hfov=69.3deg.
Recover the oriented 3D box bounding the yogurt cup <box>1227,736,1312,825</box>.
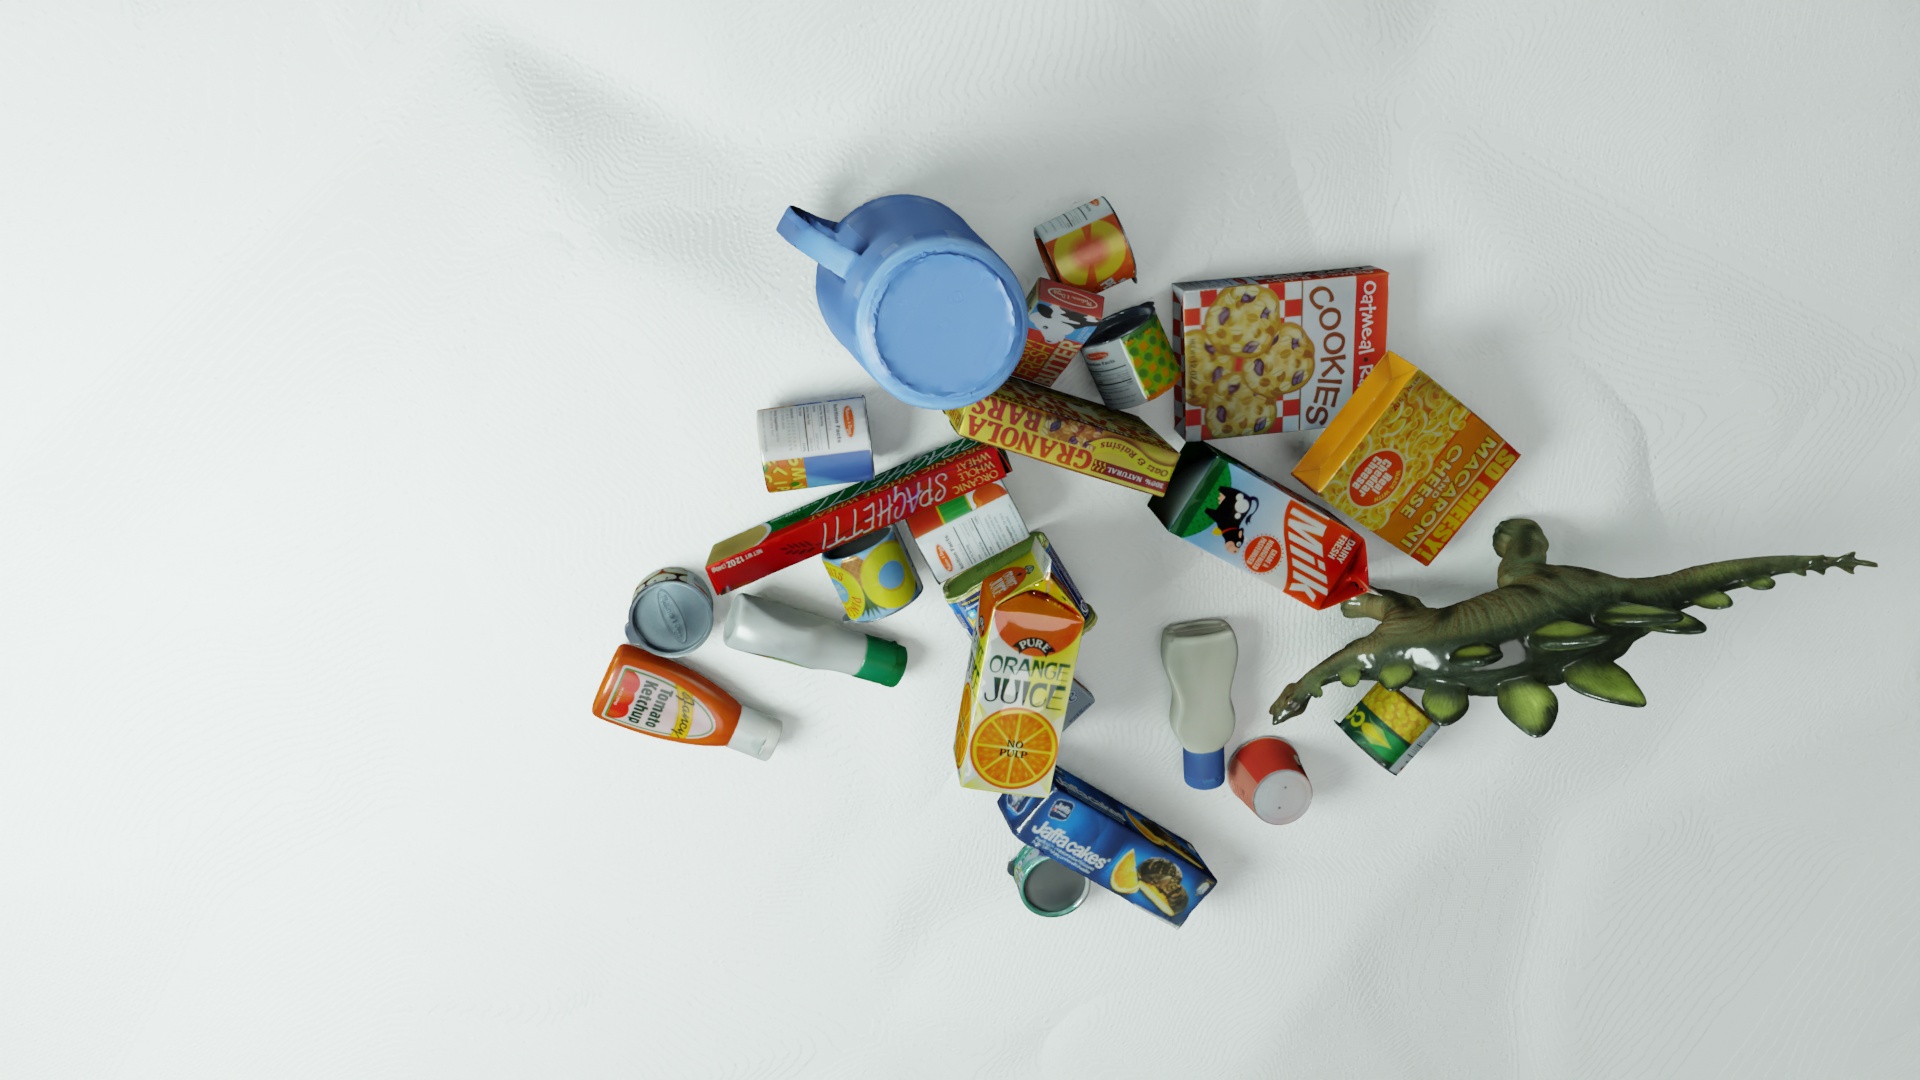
[{"bbox_3d":[0.276,0.215,1.227,0.072,0.054,0.072,-2,108,-7],"label":"yogurt cup"}]

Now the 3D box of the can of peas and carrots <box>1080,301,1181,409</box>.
[{"bbox_3d":[0.133,-0.144,1.081,0.071,0.071,0.058,-27,111,1],"label":"can of peas and carrots"}]

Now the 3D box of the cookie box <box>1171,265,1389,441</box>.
[{"bbox_3d":[0.255,-0.150,1.110,0.168,0.040,0.122,-6,111,-6],"label":"cookie box"}]

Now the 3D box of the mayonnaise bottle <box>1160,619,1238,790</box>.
[{"bbox_3d":[0.208,0.143,1.201,0.065,0.041,0.147,-7,110,-4],"label":"mayonnaise bottle"}]

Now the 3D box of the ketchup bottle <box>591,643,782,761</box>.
[{"bbox_3d":[-0.220,0.138,1.135,0.149,0.044,0.064,23,104,-15],"label":"ketchup bottle"}]

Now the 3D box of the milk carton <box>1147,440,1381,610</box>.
[{"bbox_3d":[0.258,-0.006,1.141,0.190,0.072,0.073,27,103,-16],"label":"milk carton"}]

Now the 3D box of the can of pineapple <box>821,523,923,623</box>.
[{"bbox_3d":[-0.072,0.025,1.106,0.071,0.071,0.057,-23,109,0],"label":"can of pineapple"}]

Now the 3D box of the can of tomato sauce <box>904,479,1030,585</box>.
[{"bbox_3d":[0.004,-0.014,1.106,0.083,0.071,0.071,-27,110,1],"label":"can of tomato sauce"}]

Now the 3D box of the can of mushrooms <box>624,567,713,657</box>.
[{"bbox_3d":[-0.233,0.058,1.112,0.071,0.033,0.070,-3,109,-8],"label":"can of mushrooms"}]

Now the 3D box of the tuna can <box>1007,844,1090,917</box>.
[{"bbox_3d":[0.079,0.300,1.238,0.071,0.033,0.070,-3,109,-8],"label":"tuna can"}]

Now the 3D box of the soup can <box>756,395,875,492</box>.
[{"bbox_3d":[-0.111,-0.072,1.070,0.084,0.071,0.071,-8,110,-5],"label":"soup can"}]

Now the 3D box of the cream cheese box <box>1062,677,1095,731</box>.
[{"bbox_3d":[0.059,0.152,1.191,0.103,0.024,0.053,-44,108,7],"label":"cream cheese box"}]

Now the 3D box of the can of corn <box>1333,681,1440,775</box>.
[{"bbox_3d":[0.374,0.161,1.218,0.071,0.071,0.058,37,100,-18],"label":"can of corn"}]

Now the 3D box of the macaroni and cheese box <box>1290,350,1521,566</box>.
[{"bbox_3d":[0.363,-0.063,1.126,0.166,0.040,0.123,26,106,-37],"label":"macaroni and cheese box"}]

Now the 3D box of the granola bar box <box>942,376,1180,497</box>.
[{"bbox_3d":[0.071,-0.087,1.059,0.166,0.124,0.039,16,105,-13],"label":"granola bar box"}]

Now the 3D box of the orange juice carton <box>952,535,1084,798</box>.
[{"bbox_3d":[0.047,0.096,1.083,0.073,0.072,0.192,8,105,-8],"label":"orange juice carton"}]

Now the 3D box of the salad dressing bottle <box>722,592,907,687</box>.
[{"bbox_3d":[-0.116,0.083,1.125,0.148,0.064,0.044,18,96,-22],"label":"salad dressing bottle"}]

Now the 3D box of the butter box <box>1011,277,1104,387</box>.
[{"bbox_3d":[0.065,-0.157,1.054,0.053,0.103,0.024,15,62,-13],"label":"butter box"}]

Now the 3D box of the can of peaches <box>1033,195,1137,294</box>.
[{"bbox_3d":[0.095,-0.216,1.050,0.058,0.071,0.071,-24,110,1],"label":"can of peaches"}]

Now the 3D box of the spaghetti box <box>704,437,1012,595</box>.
[{"bbox_3d":[-0.080,-0.023,1.085,0.250,0.050,0.028,-23,111,6],"label":"spaghetti box"}]
